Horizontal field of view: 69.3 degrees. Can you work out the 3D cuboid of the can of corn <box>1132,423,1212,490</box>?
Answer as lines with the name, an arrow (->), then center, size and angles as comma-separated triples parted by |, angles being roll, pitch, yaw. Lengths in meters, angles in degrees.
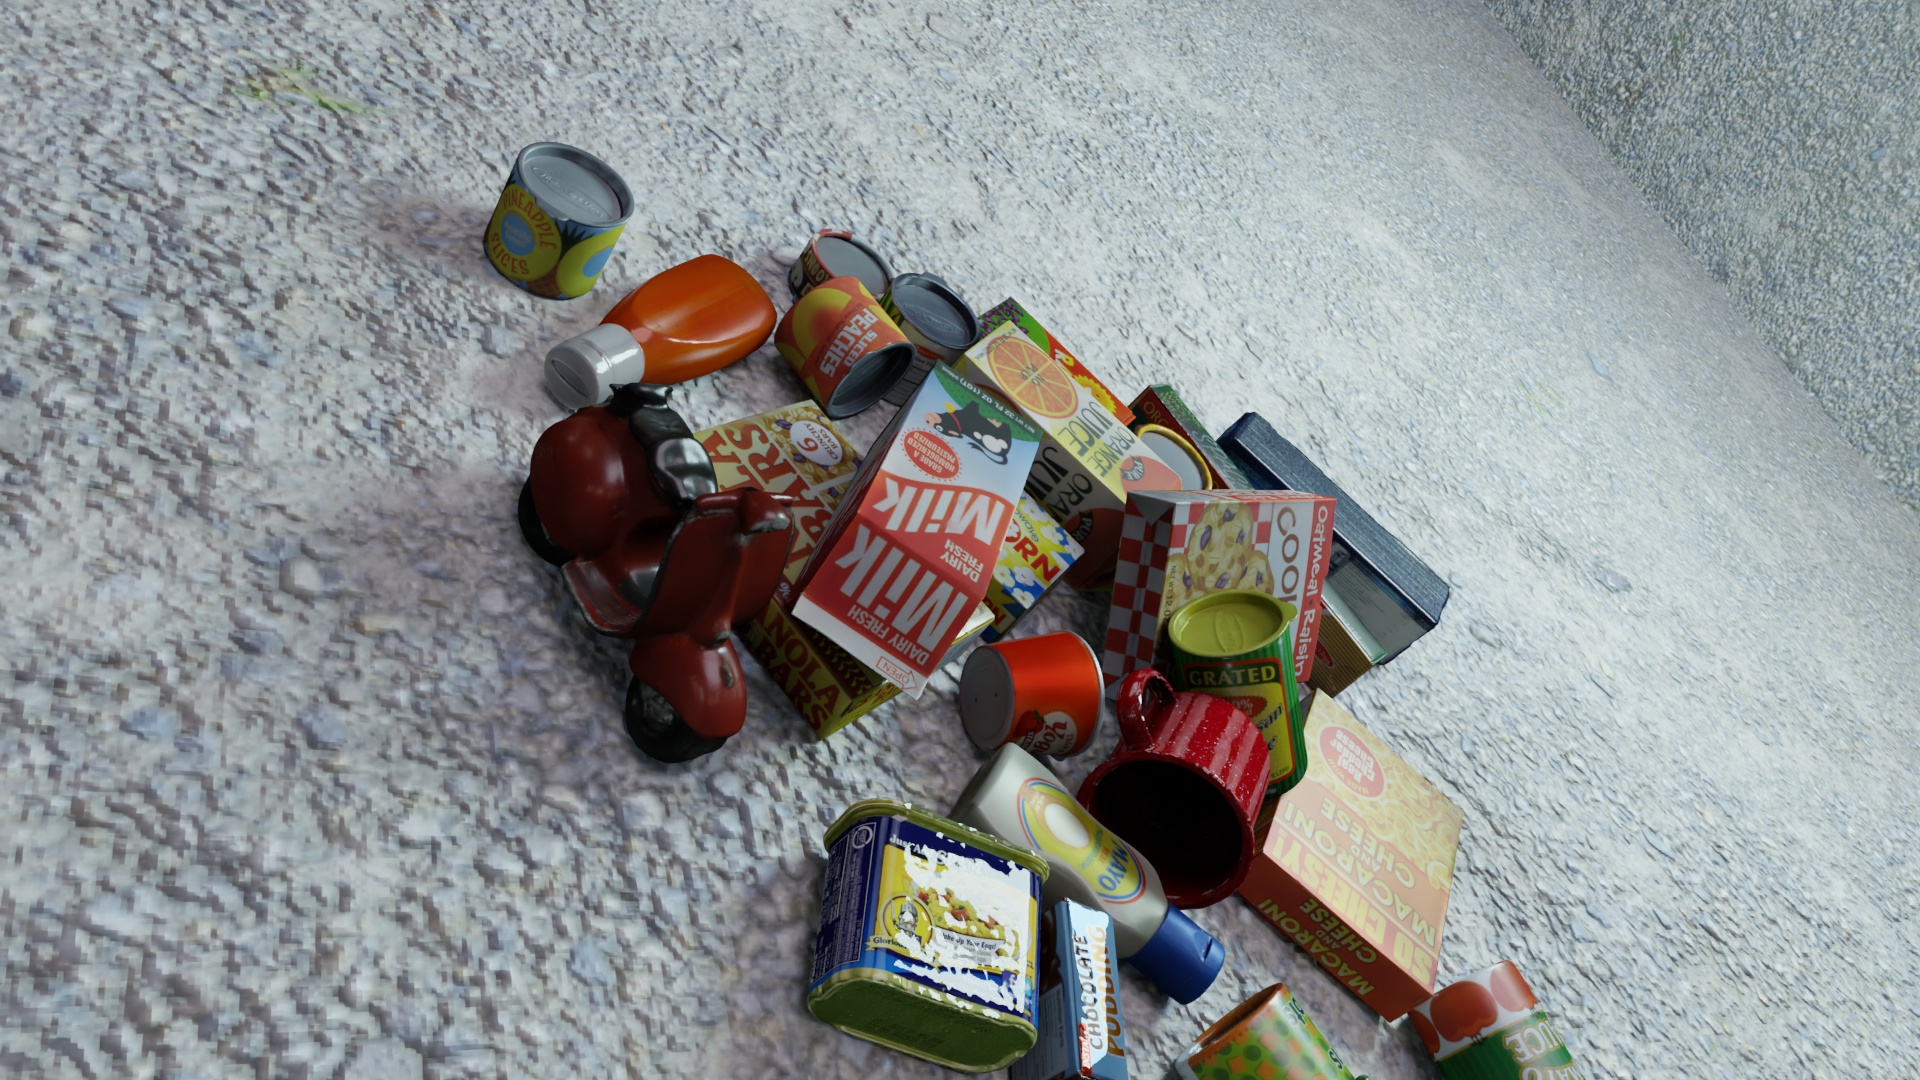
can of corn -> 0.127, -0.037, 0.935 | 0.071, 0.058, 0.071 | 24, 40, -22

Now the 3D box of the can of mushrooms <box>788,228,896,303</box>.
can of mushrooms -> -0.078, -0.170, 0.911 | 0.071, 0.033, 0.071 | 25, 40, -22

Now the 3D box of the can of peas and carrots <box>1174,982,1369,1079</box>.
can of peas and carrots -> 0.145, 0.249, 0.651 | 0.071, 0.070, 0.059 | -19, 66, -50

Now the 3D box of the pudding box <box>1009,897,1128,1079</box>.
pudding box -> 0.046, 0.209, 0.620 | 0.030, 0.049, 0.084 | 24, 40, -24

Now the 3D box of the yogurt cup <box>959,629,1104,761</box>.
yogurt cup -> 0.035, 0.082, 0.731 | 0.054, 0.072, 0.072 | 1, 51, -31

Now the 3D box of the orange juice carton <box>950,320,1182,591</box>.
orange juice carton -> 0.067, -0.041, 0.874 | 0.193, 0.072, 0.072 | 43, 36, 2

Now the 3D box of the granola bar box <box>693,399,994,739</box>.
granola bar box -> -0.076, 0.008, 0.726 | 0.166, 0.039, 0.125 | 50, 38, 12

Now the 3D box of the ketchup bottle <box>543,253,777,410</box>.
ketchup bottle -> -0.165, -0.113, 0.766 | 0.065, 0.043, 0.149 | 43, 37, 4

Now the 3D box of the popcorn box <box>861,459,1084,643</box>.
popcorn box -> 0.003, -0.010, 0.814 | 0.127, 0.038, 0.085 | 45, 36, 5

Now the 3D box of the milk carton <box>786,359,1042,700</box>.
milk carton -> -0.024, -0.003, 0.686 | 0.072, 0.073, 0.191 | 35, 36, -9

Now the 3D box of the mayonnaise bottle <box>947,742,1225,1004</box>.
mayonnaise bottle -> 0.063, 0.168, 0.685 | 0.148, 0.041, 0.065 | 40, 36, -1

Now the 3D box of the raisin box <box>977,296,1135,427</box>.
raisin box -> 0.052, -0.103, 0.952 | 0.123, 0.040, 0.086 | 44, 36, 3

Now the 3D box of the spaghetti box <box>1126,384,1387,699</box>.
spaghetti box -> 0.197, -0.003, 0.970 | 0.029, 0.050, 0.250 | -14, 62, -50

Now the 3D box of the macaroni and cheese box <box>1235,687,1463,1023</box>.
macaroni and cheese box -> 0.230, 0.180, 0.821 | 0.124, 0.040, 0.167 | 41, 36, 1

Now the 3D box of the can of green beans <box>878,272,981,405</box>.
can of green beans -> -0.030, -0.128, 0.889 | 0.071, 0.057, 0.071 | 24, 40, -22

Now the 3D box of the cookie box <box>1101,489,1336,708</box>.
cookie box -> 0.162, 0.032, 0.848 | 0.168, 0.122, 0.040 | -2, 13, -43

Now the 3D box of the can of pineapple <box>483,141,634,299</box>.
can of pineapple -> -0.223, -0.176, 0.766 | 0.071, 0.057, 0.071 | 24, 40, -21

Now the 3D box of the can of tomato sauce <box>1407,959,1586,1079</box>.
can of tomato sauce -> 0.294, 0.279, 0.752 | 0.071, 0.071, 0.083 | 1, 52, -41

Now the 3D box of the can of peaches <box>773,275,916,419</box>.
can of peaches -> -0.070, -0.117, 0.833 | 0.058, 0.071, 0.071 | 51, 38, 15

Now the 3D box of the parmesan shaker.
parmesan shaker -> 0.161, 0.088, 0.785 | 0.072, 0.071, 0.102 | -57, 138, -53
